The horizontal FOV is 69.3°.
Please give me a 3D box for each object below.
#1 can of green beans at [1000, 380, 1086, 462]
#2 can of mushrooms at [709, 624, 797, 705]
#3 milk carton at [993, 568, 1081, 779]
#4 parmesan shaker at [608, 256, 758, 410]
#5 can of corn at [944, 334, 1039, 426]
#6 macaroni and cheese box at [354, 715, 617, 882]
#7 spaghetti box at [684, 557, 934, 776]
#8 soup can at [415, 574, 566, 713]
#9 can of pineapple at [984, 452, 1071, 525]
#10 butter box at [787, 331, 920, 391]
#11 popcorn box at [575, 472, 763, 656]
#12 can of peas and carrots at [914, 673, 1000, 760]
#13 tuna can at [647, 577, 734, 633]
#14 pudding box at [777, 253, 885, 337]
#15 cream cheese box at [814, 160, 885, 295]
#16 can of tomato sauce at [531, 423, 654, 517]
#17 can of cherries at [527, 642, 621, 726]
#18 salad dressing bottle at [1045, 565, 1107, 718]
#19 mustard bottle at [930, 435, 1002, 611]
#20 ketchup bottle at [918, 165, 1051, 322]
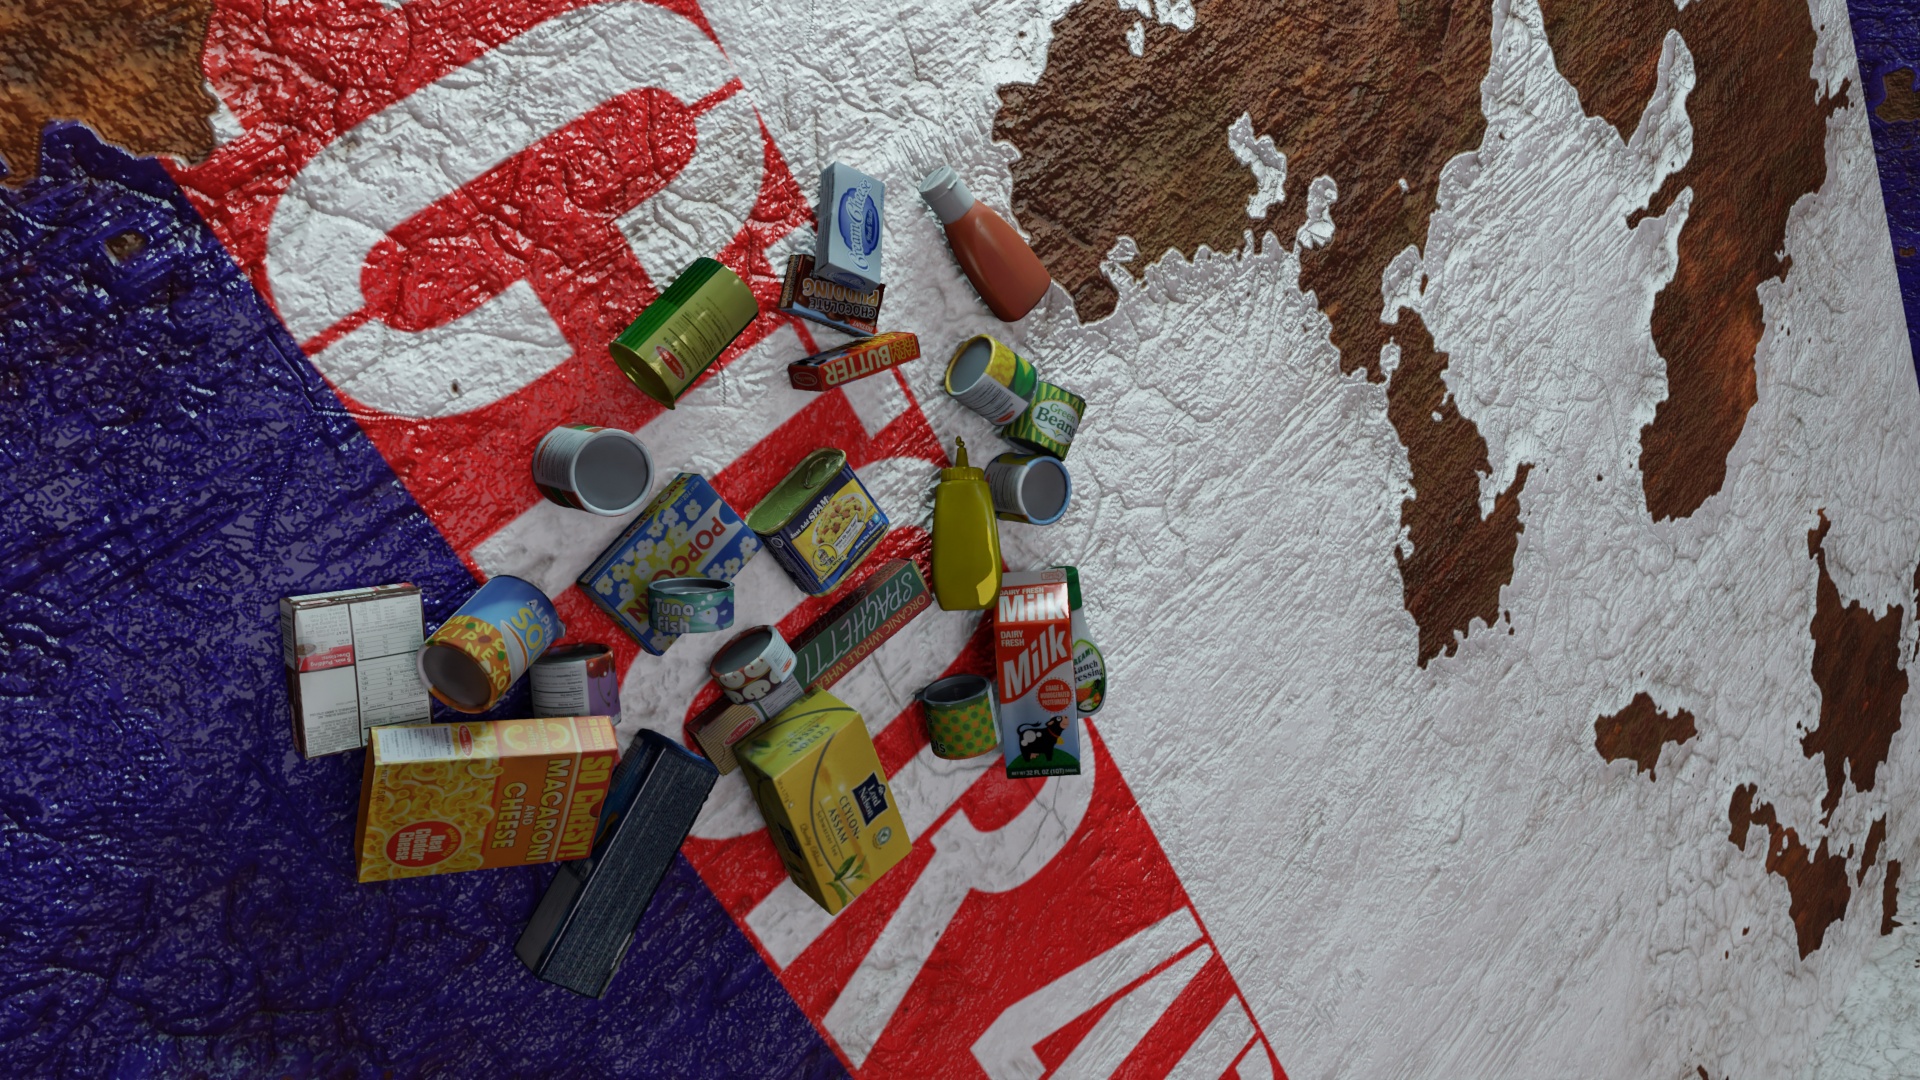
[{"bbox_3d":[0.078,-0.112,1.303,0.071,0.071,0.058,27,81,-35],"label":"can of green beans"},{"bbox_3d":[-0.174,0.104,1.152,0.071,0.071,0.033,-43,119,-23],"label":"can of mushrooms"},{"bbox_3d":[0.072,0.121,1.307,0.072,0.073,0.190,-5,100,5],"label":"milk carton"},{"bbox_3d":[-0.214,-0.163,1.089,0.103,0.071,0.071,-50,121,-20],"label":"parmesan shaker"},{"bbox_3d":[0.028,-0.148,1.265,0.058,0.071,0.071,30,79,-34],"label":"can of corn"},{"bbox_3d":[-0.345,0.188,1.011,0.167,0.040,0.123,1,128,-30],"label":"macaroni and cheese box"},{"bbox_3d":[-0.126,0.105,1.207,0.251,0.028,0.050,-39,117,-25],"label":"spaghetti box"},{"bbox_3d":[-0.339,0.076,1.006,0.071,0.071,0.084,64,31,-23],"label":"soup can"},{"bbox_3d":[0.064,-0.049,1.306,0.071,0.058,0.071,-5,99,-35],"label":"can of pineapple"},{"bbox_3d":[-0.090,-0.154,1.186,0.104,0.053,0.024,-24,112,-31],"label":"butter box"},{"bbox_3d":[-0.232,0.018,1.115,0.127,0.038,0.085,-50,119,-20],"label":"popcorn box"},{"bbox_3d":[-0.002,0.163,1.282,0.071,0.071,0.058,-21,108,-32],"label":"can of peas and carrots"},{"bbox_3d":[-0.208,0.050,1.069,0.071,0.071,0.032,-4,100,-35],"label":"tuna can"},{"bbox_3d":[-0.109,-0.207,1.180,0.084,0.030,0.049,15,87,-36],"label":"pudding box"},{"bbox_3d":[-0.093,-0.262,1.167,0.053,0.024,0.104,17,63,-34],"label":"cream cheese box"},{"bbox_3d":[-0.275,-0.053,1.048,0.071,0.083,0.071,-5,99,-34],"label":"can of tomato sauce"},{"bbox_3d":[-0.296,0.113,1.067,0.072,0.071,0.058,-10,101,-34],"label":"can of cherries"},{"bbox_3d":[0.107,0.100,1.364,0.064,0.044,0.147,-17,105,-25],"label":"salad dressing bottle"},{"bbox_3d":[0.005,-0.016,1.266,0.065,0.049,0.160,-1,85,-1],"label":"mustard bottle"},{"bbox_3d":[0.020,-0.270,1.256,0.148,0.043,0.065,48,68,-29],"label":"ketchup bottle"}]
